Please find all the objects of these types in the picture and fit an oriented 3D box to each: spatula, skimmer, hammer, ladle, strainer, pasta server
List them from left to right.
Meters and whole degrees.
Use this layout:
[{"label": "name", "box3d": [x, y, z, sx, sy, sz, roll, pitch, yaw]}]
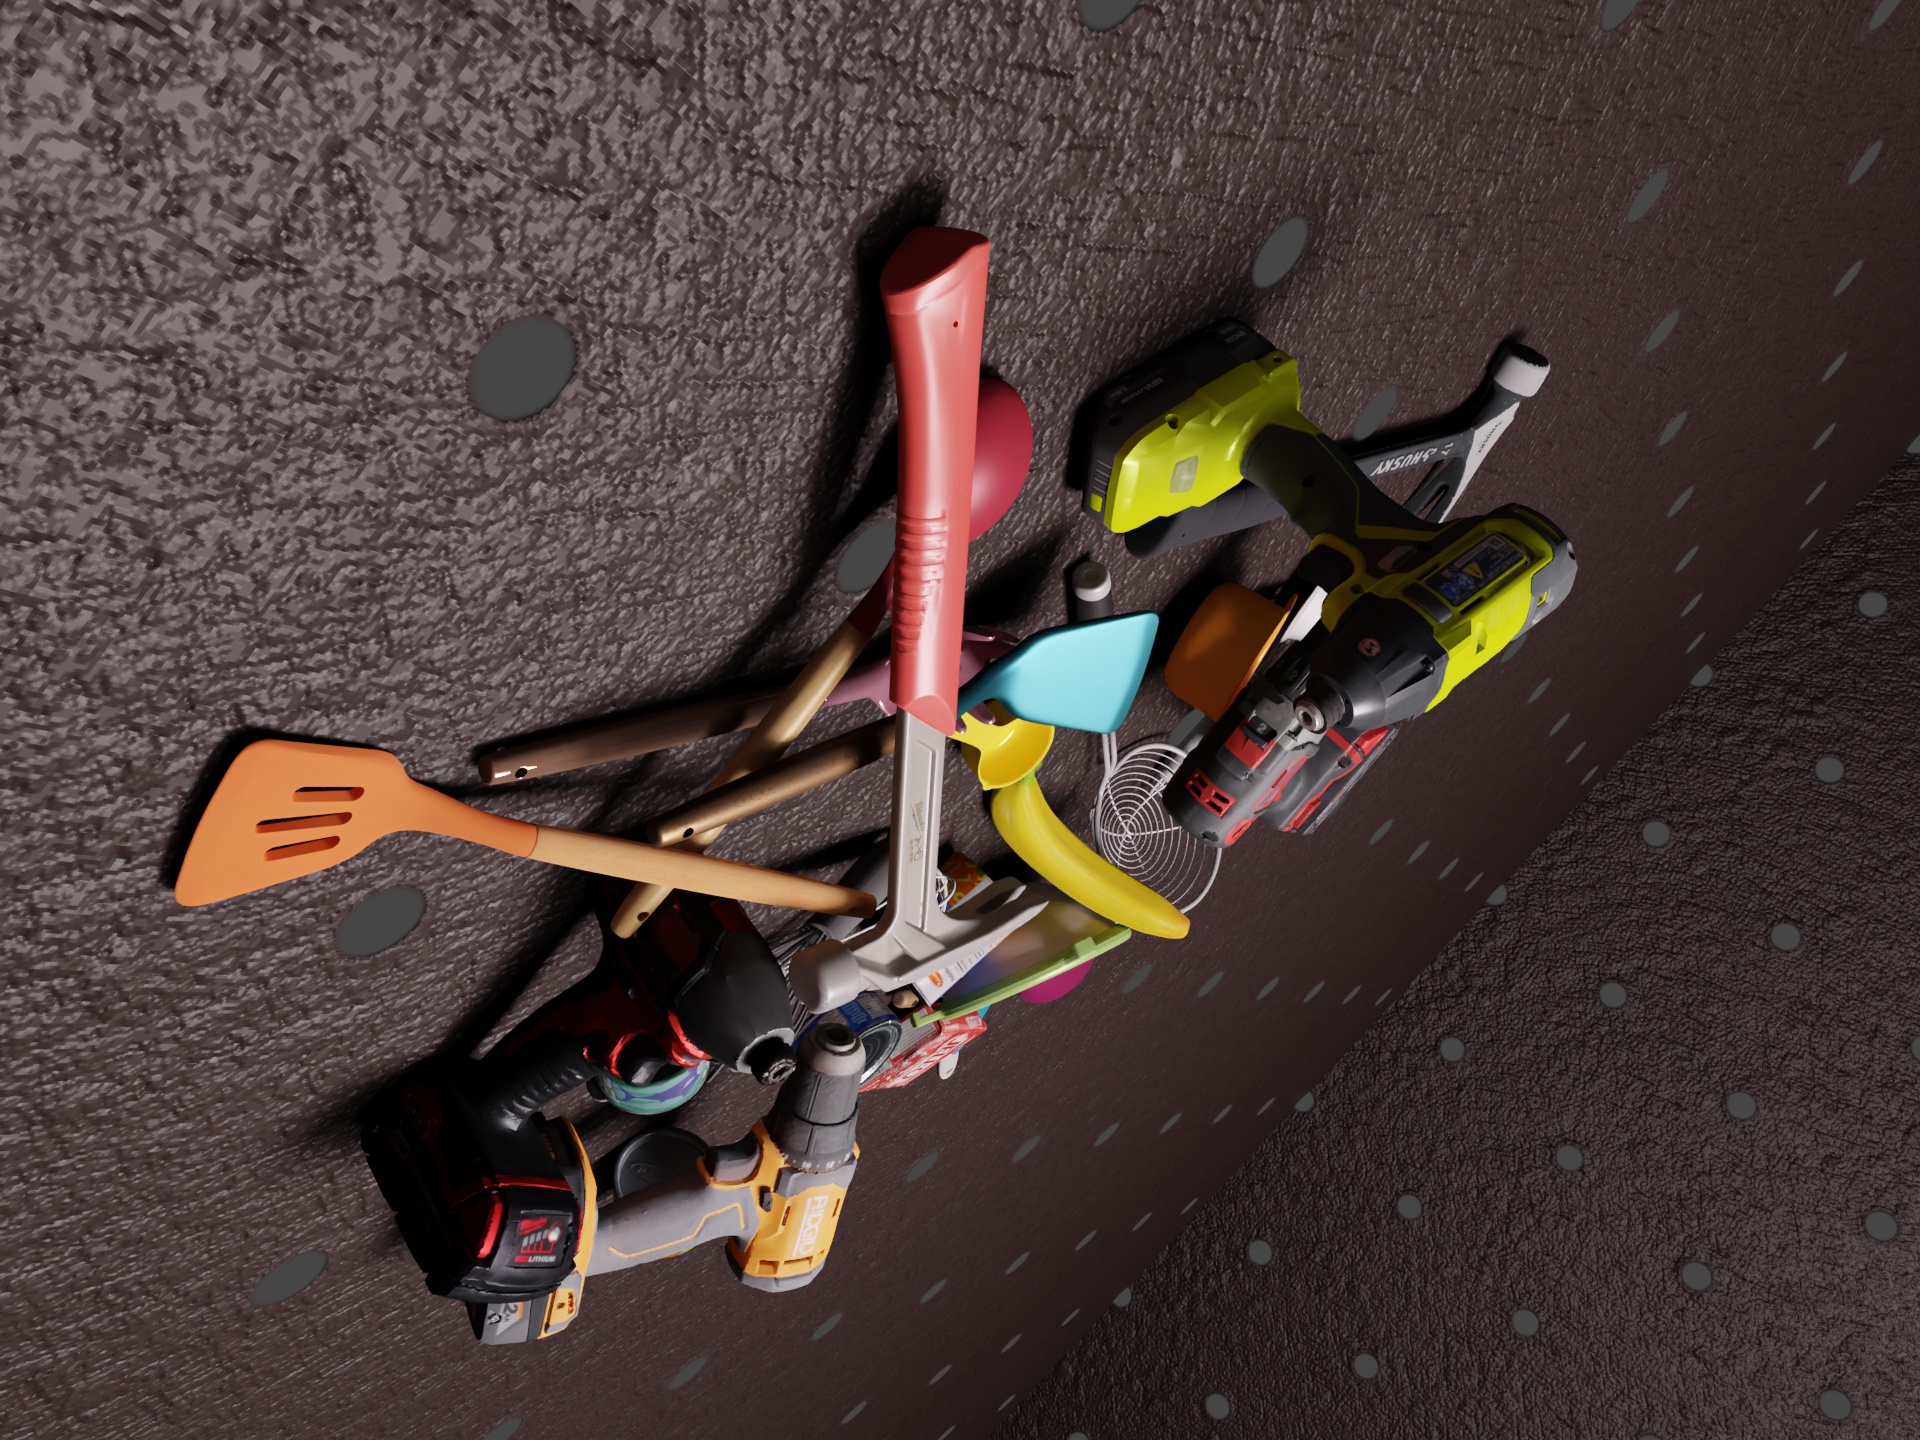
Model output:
[{"label": "spatula", "box3d": [-0.163, 0.063, 0.690, 0.322, 0.041, 0.081, 16, 117, -38]}, {"label": "pasta server", "box3d": [-0.086, -0.005, 0.773, 0.316, 0.040, 0.060, -15, 131, -45]}, {"label": "ladle", "box3d": [-0.065, -0.024, 0.739, 0.315, 0.031, 0.069, -52, 141, 4]}, {"label": "spatula", "box3d": [-0.019, 0.008, 0.782, 0.317, 0.044, 0.082, -24, 140, -44]}, {"label": "hammer", "box3d": [-0.008, -0.036, 0.716, 0.149, 0.037, 0.358, -20, 127, -37]}, {"label": "strainer", "box3d": [0.063, 0.150, 1.182, 0.151, 0.069, 0.256, -27, 174, 24]}, {"label": "skimmer", "box3d": [0.126, 0.015, 1.055, 0.127, 0.090, 0.363, -63, 159, -24]}, {"label": "strainer", "box3d": [0.228, -0.036, 1.194, 0.258, 0.050, 0.087, -50, 169, 16]}, {"label": "hammer", "box3d": [0.247, -0.159, 1.048, 0.409, 0.036, 0.149, -20, 145, -41]}]

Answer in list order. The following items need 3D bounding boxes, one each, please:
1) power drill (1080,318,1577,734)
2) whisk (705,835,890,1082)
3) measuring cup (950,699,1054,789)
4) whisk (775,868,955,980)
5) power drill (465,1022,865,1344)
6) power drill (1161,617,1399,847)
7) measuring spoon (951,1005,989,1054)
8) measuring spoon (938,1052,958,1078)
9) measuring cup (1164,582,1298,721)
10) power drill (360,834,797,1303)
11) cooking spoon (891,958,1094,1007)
[{"label": "power drill", "box3d": [0.171, -0.096, 0.805, 0.171, 0.223, 0.080, -33, 151, -24]}, {"label": "whisk", "box3d": [-0.081, 0.125, 0.893, 0.055, 0.055, 0.239, -63, 171, 32]}, {"label": "measuring cup", "box3d": [-0.001, -0.003, 0.926, 0.062, 0.029, 0.156, -51, 142, 10]}, {"label": "whisk", "box3d": [-0.105, 0.148, 0.964, 0.246, 0.059, 0.057, -26, 113, -28]}, {"label": "power drill", "box3d": [-0.162, 0.262, 0.921, 0.226, 0.084, 0.185, 0, 120, -31]}, {"label": "power drill", "box3d": [0.234, 0.001, 1.080, 0.188, 0.080, 0.226, -52, 161, 13]}, {"label": "measuring spoon", "box3d": [0.035, 0.211, 1.246, 0.129, 0.021, 0.042, -54, 149, -18]}, {"label": "measuring spoon", "box3d": [-0.004, 0.273, 1.320, 0.034, 0.018, 0.124, -33, 152, -25]}, {"label": "measuring cup", "box3d": [0.190, -0.065, 1.092, 0.174, 0.052, 0.095, -46, 164, -55]}, {"label": "power drill", "box3d": [-0.178, 0.175, 0.779, 0.219, 0.143, 0.078, -46, 149, 6]}, {"label": "cooking spoon", "box3d": [0.034, 0.214, 1.289, 0.068, 0.017, 0.318, -56, 153, 14]}]
